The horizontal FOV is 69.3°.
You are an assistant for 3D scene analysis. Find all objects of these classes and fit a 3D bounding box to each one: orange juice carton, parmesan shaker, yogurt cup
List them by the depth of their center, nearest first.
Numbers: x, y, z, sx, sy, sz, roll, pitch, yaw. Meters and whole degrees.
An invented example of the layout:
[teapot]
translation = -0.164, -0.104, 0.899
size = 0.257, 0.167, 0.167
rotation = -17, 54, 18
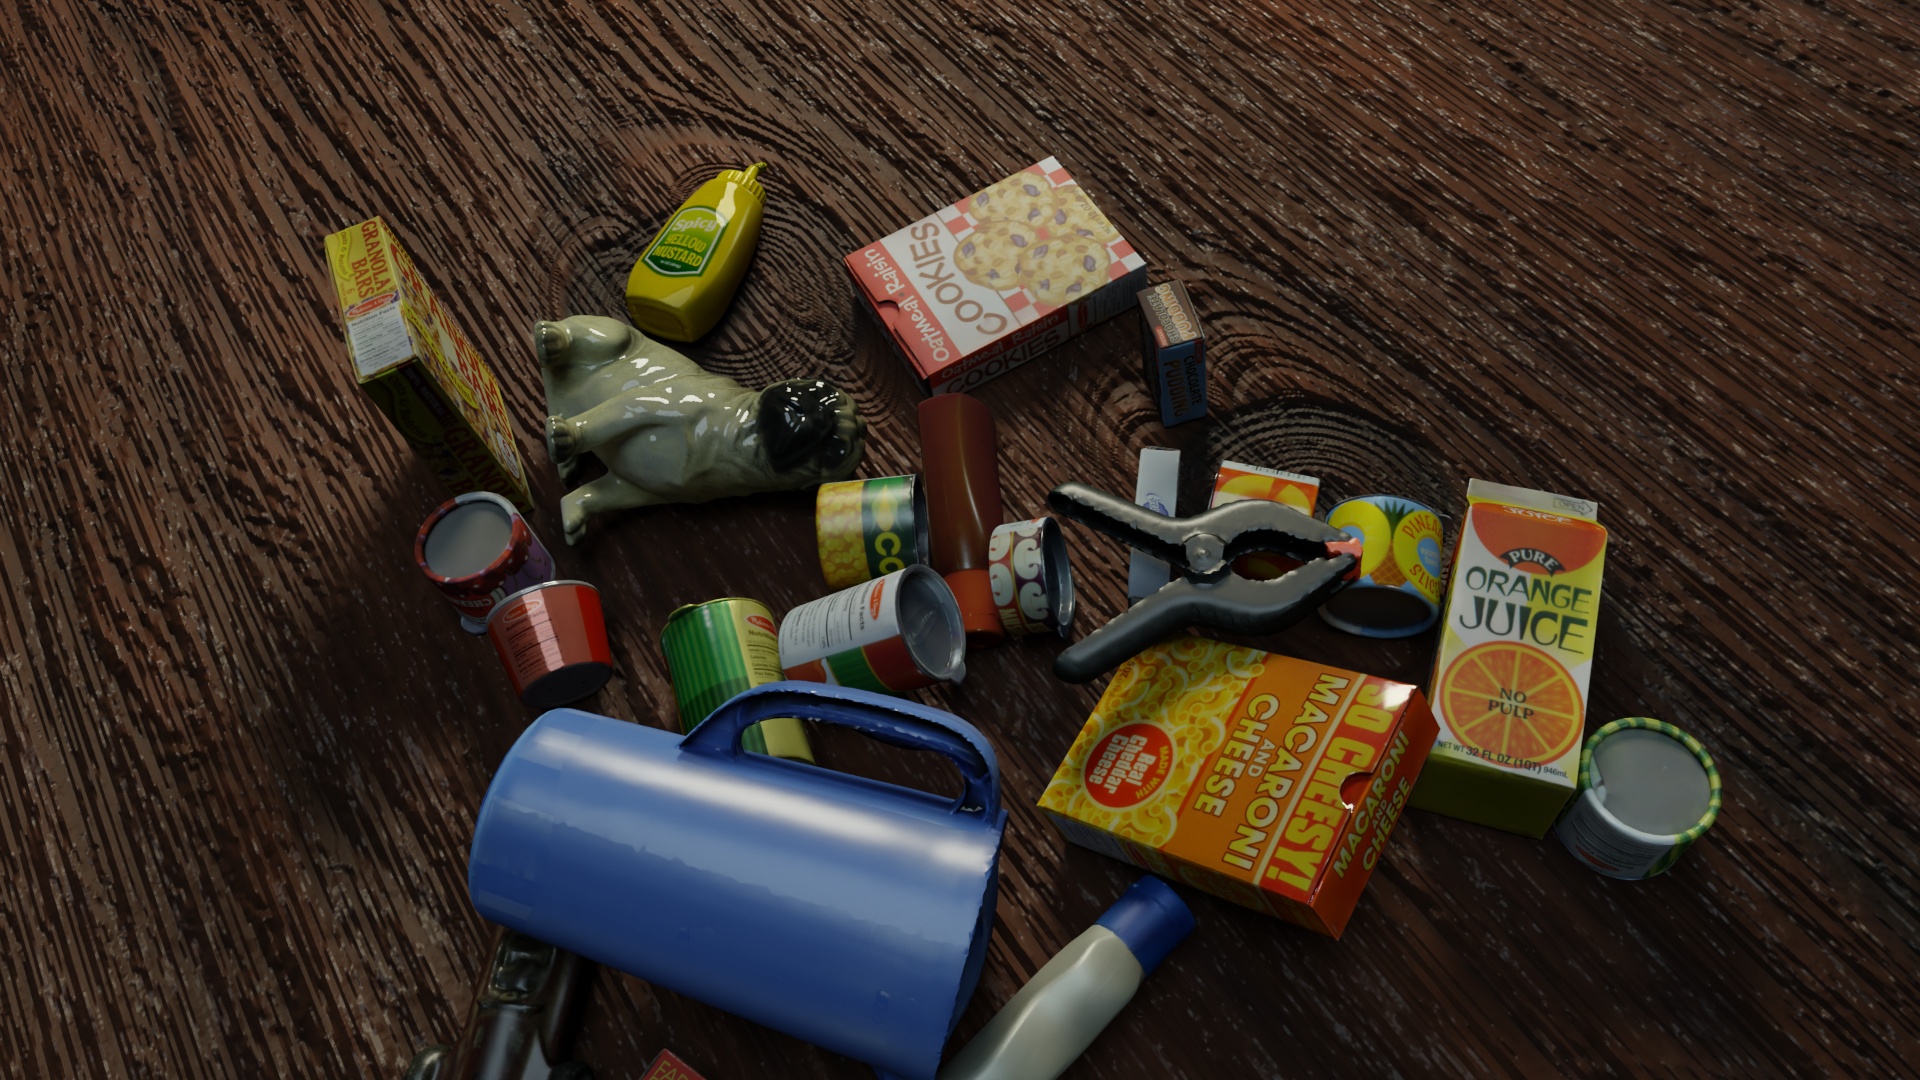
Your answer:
[orange juice carton]
translation = 0.294, 0.051, 0.742
size = 0.072, 0.072, 0.193
rotation = 13, 61, 15
[parmesan shaker]
translation = -0.127, 0.092, 0.776
size = 0.071, 0.071, 0.103
rotation = -19, 59, -4
[yogurt cup]
translation = -0.238, 0.062, 0.814
size = 0.072, 0.072, 0.054
rotation = -22, 67, -6

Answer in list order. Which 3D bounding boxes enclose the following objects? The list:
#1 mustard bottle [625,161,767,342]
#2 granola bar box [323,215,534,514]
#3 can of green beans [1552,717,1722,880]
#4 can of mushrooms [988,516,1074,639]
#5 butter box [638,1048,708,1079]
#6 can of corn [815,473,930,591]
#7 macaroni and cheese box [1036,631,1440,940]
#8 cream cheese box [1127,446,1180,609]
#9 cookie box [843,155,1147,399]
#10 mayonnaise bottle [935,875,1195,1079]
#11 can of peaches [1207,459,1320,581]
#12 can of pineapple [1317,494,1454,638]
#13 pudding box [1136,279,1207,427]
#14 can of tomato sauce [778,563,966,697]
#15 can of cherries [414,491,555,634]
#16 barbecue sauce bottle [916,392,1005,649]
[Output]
[mustard bottle]
translation = -0.176, -0.214, 0.980
size = 0.065, 0.048, 0.161
rotation = 16, 63, 15
[granola bar box]
translation = -0.328, -0.100, 0.864
size = 0.039, 0.164, 0.124
rotation = -24, 59, -5
[can of green beans]
translation = 0.338, 0.130, 0.698
size = 0.071, 0.057, 0.071
rotation = -3, 59, 6
[can of mushrooms]
translation = 0.041, 0.023, 0.796
size = 0.033, 0.070, 0.071
rotation = -9, 58, 16
[butter box]
translation = -0.105, 0.287, 0.665
size = 0.103, 0.053, 0.024
rotation = 28, 65, 22
[can of corn]
translation = -0.051, -0.002, 0.825
size = 0.058, 0.071, 0.071
rotation = -6, 59, 5
[macaroni and cheese box]
translation = 0.137, 0.115, 0.704
size = 0.166, 0.040, 0.124
rotation = 10, 58, 45
[cream cheese box]
translation = 0.112, 0.003, 0.808
size = 0.024, 0.053, 0.104
rotation = 5, 60, 8
[cookie box]
translation = 0.023, -0.177, 0.936
size = 0.168, 0.040, 0.123
rotation = -28, 60, -9
[mayonnaise bottle]
translation = 0.053, 0.226, 0.677
size = 0.148, 0.064, 0.041
rotation = -39, 83, -20
[can of peaches]
translation = 0.172, -0.007, 0.799
size = 0.058, 0.071, 0.071
rotation = 11, 61, 14
[can of pineapple]
translation = 0.236, 0.015, 0.775
size = 0.071, 0.070, 0.058
rotation = 7, 61, 12
[pudding box]
translation = 0.131, -0.114, 0.859
size = 0.030, 0.083, 0.050
rotation = -17, 59, 1
[can of tomato sauce]
translation = -0.048, 0.058, 0.773
size = 0.083, 0.071, 0.071
rotation = -20, 54, 28
[can of cherries]
translation = -0.292, 0.014, 0.852
size = 0.071, 0.058, 0.072
rotation = -3, 58, 6
[barbecue sauce bottle]
translation = 0.003, -0.010, 0.828
size = 0.043, 0.064, 0.149
rotation = -13, 65, 19
